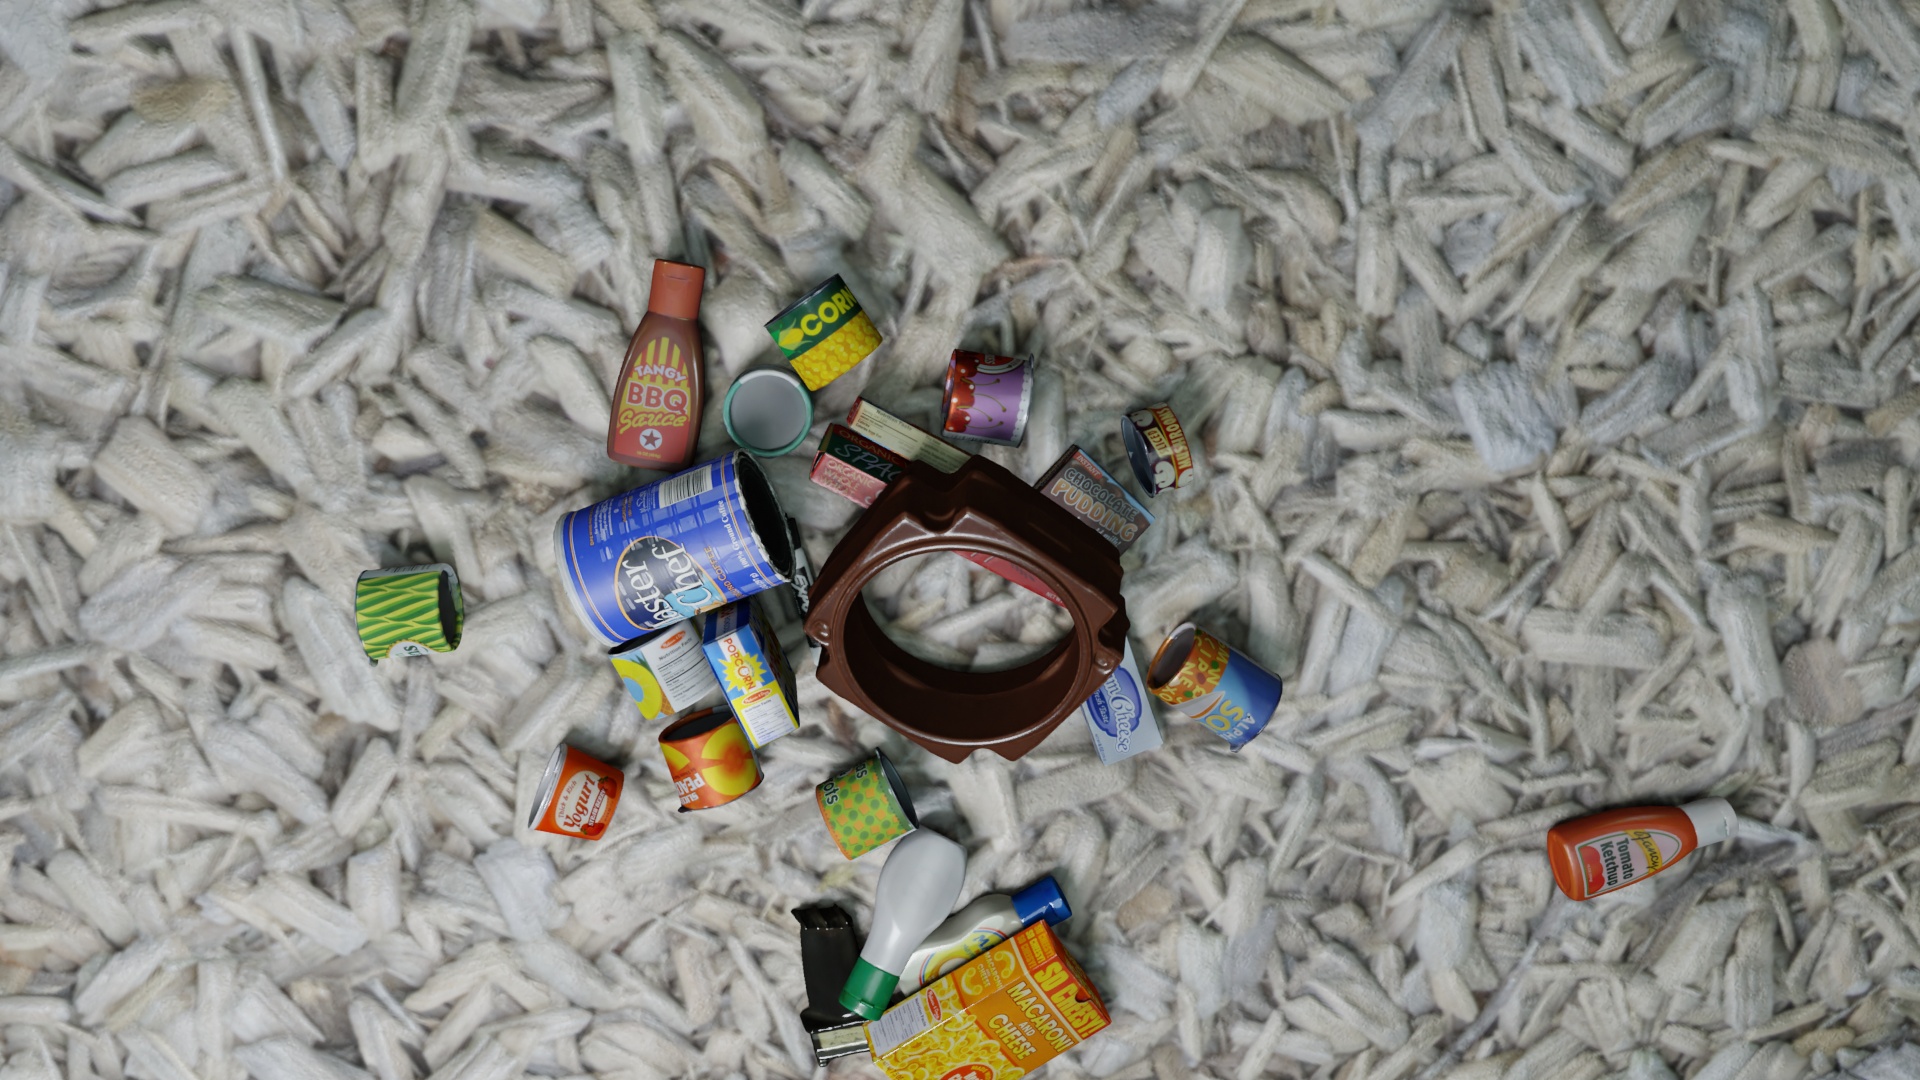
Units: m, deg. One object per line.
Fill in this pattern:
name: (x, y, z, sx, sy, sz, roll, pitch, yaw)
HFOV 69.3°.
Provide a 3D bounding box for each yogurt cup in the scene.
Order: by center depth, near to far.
yogurt cup: (-0.290, 0.193, 1.051, 0.054, 0.072, 0.072, 23, 99, -18)

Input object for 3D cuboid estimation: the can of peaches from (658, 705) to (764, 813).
can of peaches: (-0.191, 0.165, 1.052, 0.071, 0.071, 0.058, -17, 103, -2)

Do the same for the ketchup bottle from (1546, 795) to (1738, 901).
ketchup bottle: (0.571, 0.251, 1.162, 0.149, 0.043, 0.064, -16, 103, -3)

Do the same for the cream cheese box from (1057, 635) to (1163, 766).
cream cheese box: (0.119, 0.121, 1.098, 0.053, 0.024, 0.103, -21, 103, -2)

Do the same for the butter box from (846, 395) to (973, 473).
butter box: (-0.034, -0.072, 1.027, 0.103, 0.053, 0.024, 27, 96, -11)

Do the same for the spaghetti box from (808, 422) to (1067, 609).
spaghetti box: (0.004, -0.013, 1.042, 0.250, 0.050, 0.028, 27, 120, -10)

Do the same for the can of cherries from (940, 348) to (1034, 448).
can of cherries: (0.019, -0.107, 1.018, 0.058, 0.071, 0.071, 8, 101, -6)

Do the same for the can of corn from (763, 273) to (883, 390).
can of corn: (-0.096, -0.149, 0.995, 0.071, 0.071, 0.058, -35, 104, 2)

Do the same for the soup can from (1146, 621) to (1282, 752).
soup can: (0.196, 0.113, 1.081, 0.084, 0.071, 0.071, 32, 97, -11)

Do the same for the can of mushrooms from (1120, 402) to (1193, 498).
can of mushrooms: (0.147, -0.068, 1.037, 0.033, 0.071, 0.071, -19, 103, -3)

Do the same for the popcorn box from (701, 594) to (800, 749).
popcorn box: (-0.152, 0.089, 1.011, 0.038, 0.127, 0.085, -26, 104, -3)

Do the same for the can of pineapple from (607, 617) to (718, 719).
can of pineapple: (-0.221, 0.093, 1.037, 0.071, 0.071, 0.057, -26, 103, 0)

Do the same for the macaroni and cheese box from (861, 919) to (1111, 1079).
macaroni and cheese box: (0.024, 0.388, 1.112, 0.166, 0.040, 0.123, -31, 129, 1)

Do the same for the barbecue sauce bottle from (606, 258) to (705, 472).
barbecue sauce bottle: (-0.213, -0.126, 1.002, 0.065, 0.044, 0.148, 10, 100, -7)

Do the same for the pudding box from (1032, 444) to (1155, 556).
pudding box: (0.102, -0.028, 1.061, 0.083, 0.030, 0.049, 42, 94, -13)

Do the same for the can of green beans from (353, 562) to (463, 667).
can of green beans: (-0.399, 0.051, 1.008, 0.058, 0.071, 0.071, -5, 103, -5)

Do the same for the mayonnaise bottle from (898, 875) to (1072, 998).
mayonnaise bottle: (0.017, 0.321, 1.120, 0.148, 0.041, 0.064, -29, 108, 1)

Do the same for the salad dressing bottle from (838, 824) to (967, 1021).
salad dressing bottle: (-0.046, 0.298, 1.085, 0.064, 0.044, 0.148, 28, 79, -7)

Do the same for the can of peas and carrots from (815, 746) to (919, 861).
can of peas and carrots: (-0.073, 0.204, 1.074, 0.059, 0.071, 0.071, -27, 103, 1)

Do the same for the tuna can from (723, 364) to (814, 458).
tuna can: (-0.141, -0.093, 1.021, 0.071, 0.033, 0.071, -1, 101, -6)
